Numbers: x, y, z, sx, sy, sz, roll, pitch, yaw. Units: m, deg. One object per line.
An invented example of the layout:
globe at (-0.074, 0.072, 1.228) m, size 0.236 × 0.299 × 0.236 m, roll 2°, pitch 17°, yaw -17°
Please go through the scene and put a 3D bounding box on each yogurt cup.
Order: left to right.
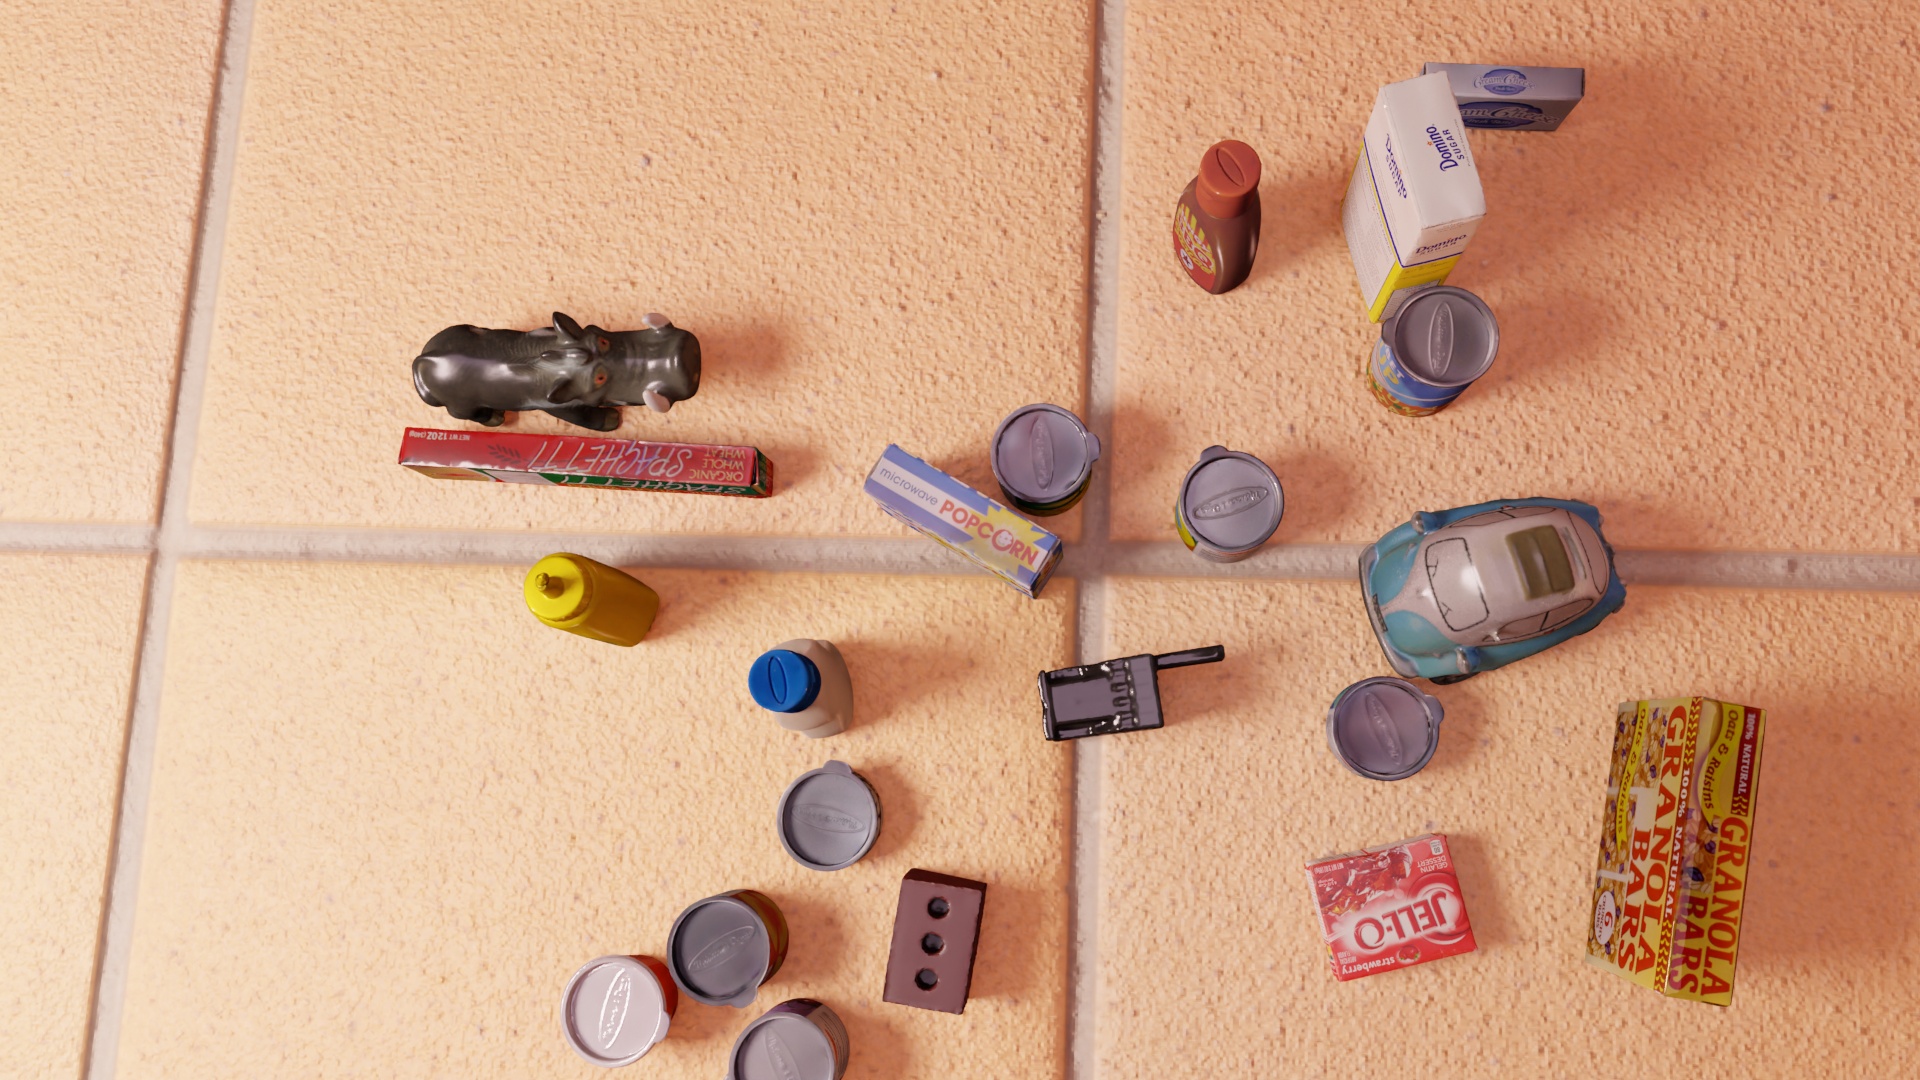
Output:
yogurt cup at (-0.215, 0.297, 0.890) m, size 0.072 × 0.054 × 0.072 m, roll -1°, pitch 81°, yaw 5°

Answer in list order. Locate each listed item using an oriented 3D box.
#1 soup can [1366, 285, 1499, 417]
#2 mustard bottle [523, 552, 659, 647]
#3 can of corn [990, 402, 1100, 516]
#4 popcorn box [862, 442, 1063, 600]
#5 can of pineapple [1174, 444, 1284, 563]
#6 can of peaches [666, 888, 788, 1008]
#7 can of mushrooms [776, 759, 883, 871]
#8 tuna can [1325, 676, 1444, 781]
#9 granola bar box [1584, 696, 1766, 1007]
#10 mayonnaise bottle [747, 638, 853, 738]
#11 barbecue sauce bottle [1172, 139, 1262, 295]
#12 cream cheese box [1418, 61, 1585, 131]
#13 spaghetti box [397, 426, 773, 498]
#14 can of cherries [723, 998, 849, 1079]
soup can at (0.300, -0.121, 0.899) m, size 0.071 × 0.083 × 0.071 m, roll -1°, pitch 81°, yaw 5°
mustard bottle at (-0.241, 0.035, 0.881) m, size 0.065 × 0.160 × 0.049 m, roll 23°, pitch 84°, yaw 8°
can of corn at (0.057, -0.052, 0.922) m, size 0.071 × 0.058 × 0.071 m, roll -1°, pitch 81°, yaw 5°
popcorn box at (0.003, -0.011, 0.906) m, size 0.127 × 0.085 × 0.038 m, roll 30°, pitch 85°, yaw 9°
can of pineapple at (0.174, -0.022, 0.907) m, size 0.071 × 0.058 × 0.071 m, roll -1°, pitch 81°, yaw 5°
can of peaches at (-0.146, 0.261, 0.888) m, size 0.071 × 0.058 × 0.071 m, roll -1°, pitch 81°, yaw 5°
can of mushrooms at (-0.084, 0.179, 0.908) m, size 0.071 × 0.033 × 0.071 m, roll -1°, pitch 81°, yaw 5°
tuna can at (0.271, 0.119, 0.888) m, size 0.071 × 0.033 × 0.071 m, roll -1°, pitch 81°, yaw 5°
granola bar box at (0.420, 0.178, 0.819) m, size 0.039 × 0.124 × 0.165 m, roll 11°, pitch 82°, yaw 7°
mayonnaise bottle at (-0.098, 0.090, 0.866) m, size 0.041 × 0.148 × 0.065 m, roll -13°, pitch 80°, yaw 3°
barbecue sauce bottle at (0.167, -0.210, 0.892) m, size 0.044 × 0.148 × 0.065 m, roll -30°, pitch 80°, yaw 0°
cream cheese box at (0.360, -0.299, 0.939) m, size 0.104 × 0.053 × 0.024 m, roll 4°, pitch 82°, yaw 6°
spaghetti box at (-0.254, -0.053, 0.953) m, size 0.250 × 0.050 × 0.029 m, roll 4°, pitch 82°, yaw 5°
can of cherries at (-0.109, 0.327, 0.874) m, size 0.071 × 0.058 × 0.071 m, roll -1°, pitch 81°, yaw 5°
